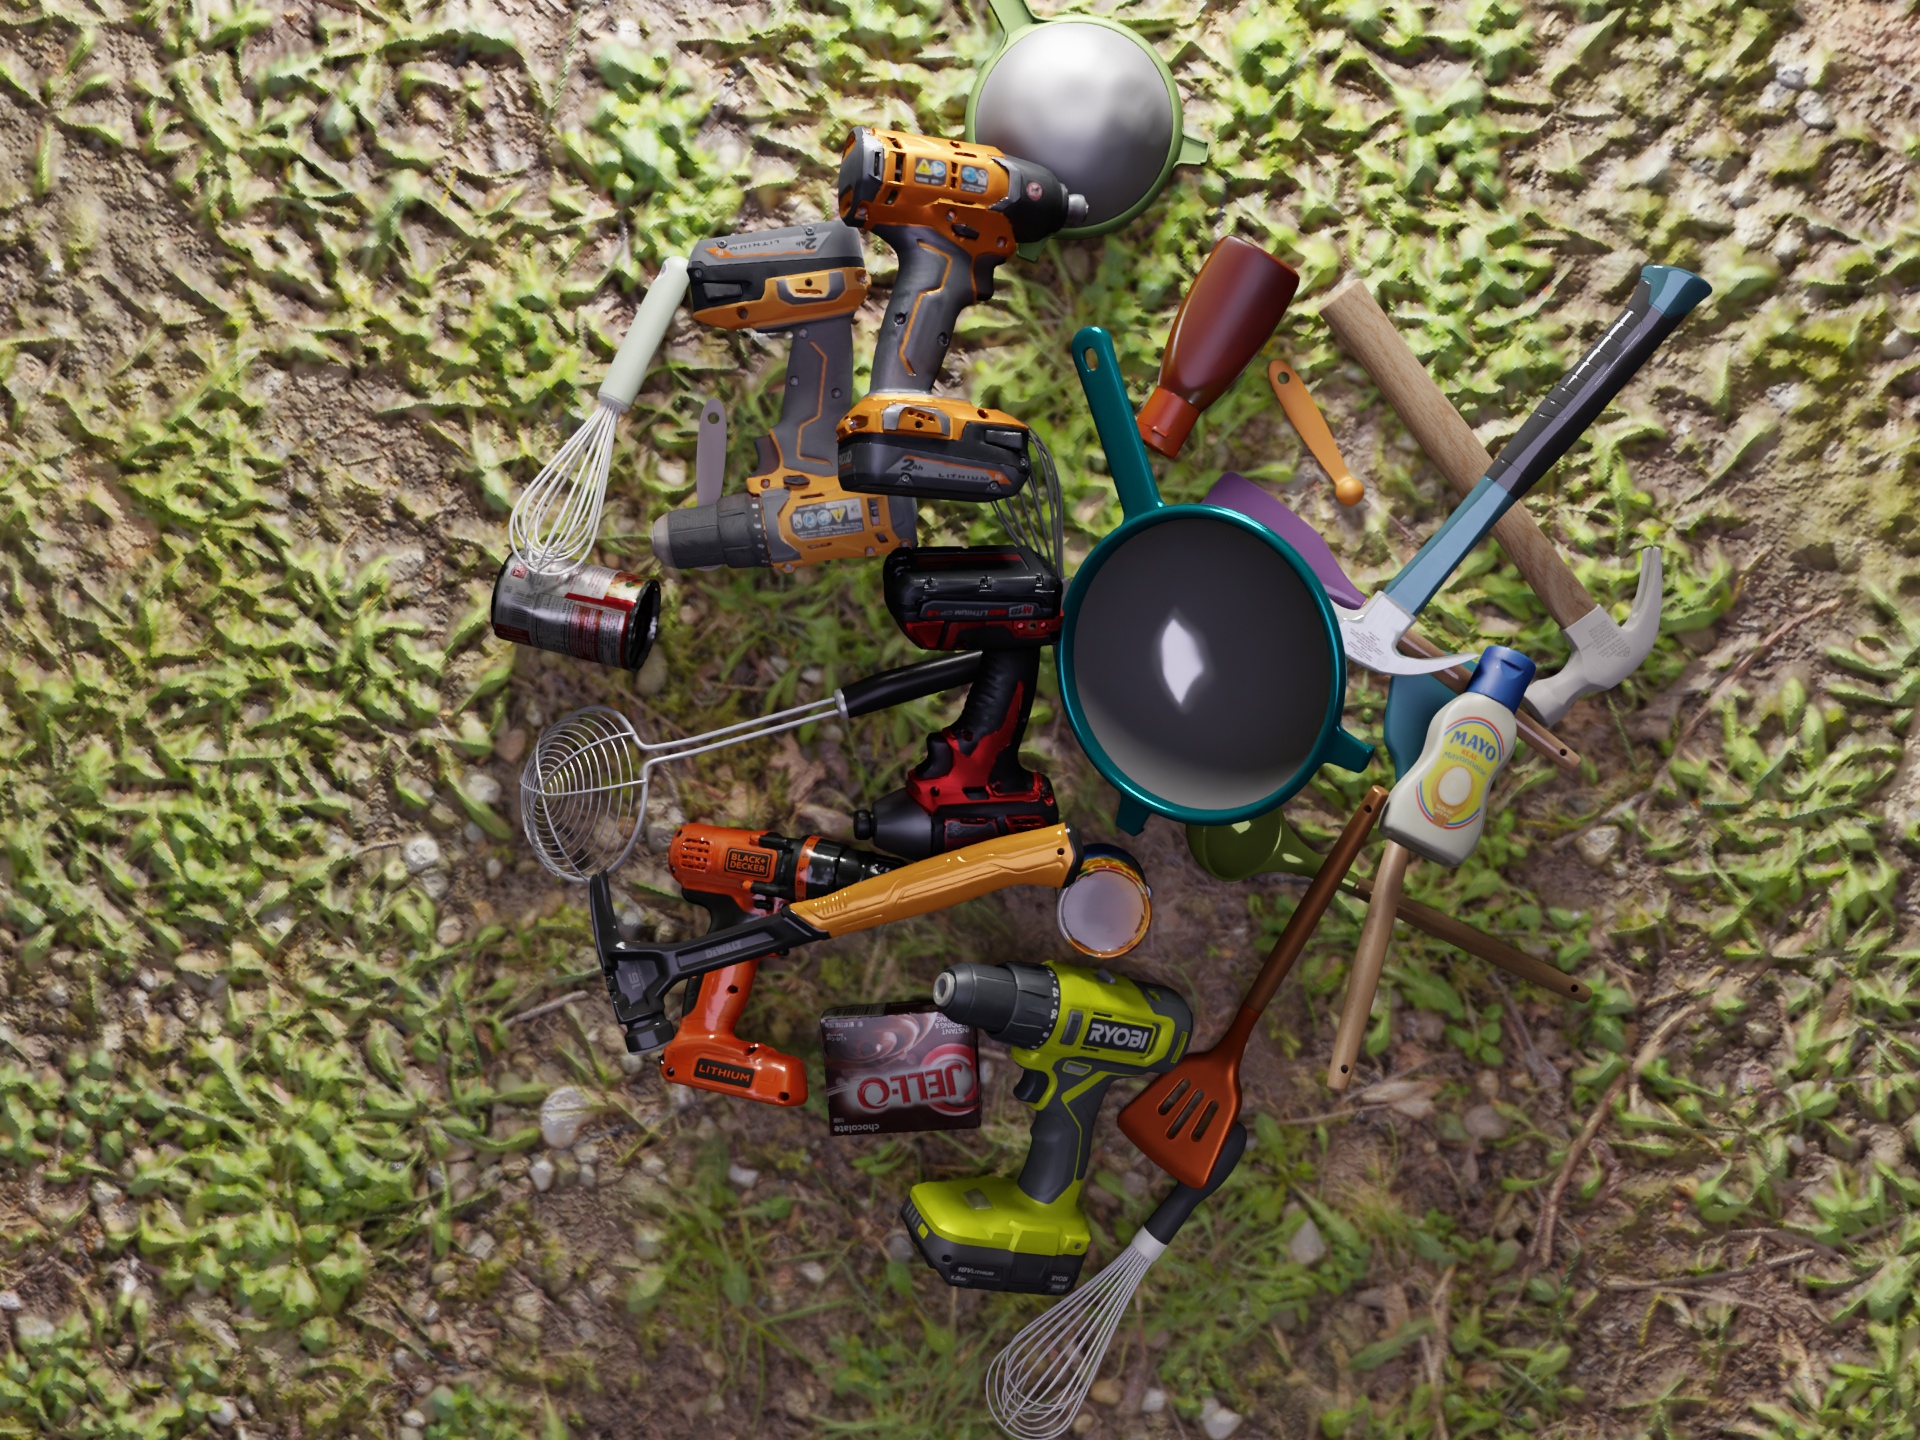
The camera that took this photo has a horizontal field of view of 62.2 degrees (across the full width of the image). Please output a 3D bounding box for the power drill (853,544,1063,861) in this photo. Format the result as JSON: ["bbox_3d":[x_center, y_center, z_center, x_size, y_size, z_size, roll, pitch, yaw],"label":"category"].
[{"bbox_3d":[-0.002,-0.003,1.083,0.143,0.079,0.219,-2,113,-10],"label":"power drill"}]

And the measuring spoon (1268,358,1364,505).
[{"bbox_3d":[0.247,-0.201,1.107,0.021,0.011,0.117,-31,93,6],"label":"measuring spoon"}]

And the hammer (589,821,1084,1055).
[{"bbox_3d":[-0.082,0.121,1.072,0.337,0.034,0.127,-16,90,4],"label":"hammer"}]

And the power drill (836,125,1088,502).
[{"bbox_3d":[0.000,-0.259,1.030,0.164,0.084,0.226,2,92,-17],"label":"power drill"}]

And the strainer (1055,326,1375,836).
[{"bbox_3d":[0.155,-0.102,1.068,0.211,0.095,0.340,-20,85,38],"label":"strainer"}]

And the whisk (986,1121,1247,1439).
[{"bbox_3d":[0.119,0.407,1.160,0.070,0.070,0.284,38,93,-1],"label":"whisk"}]

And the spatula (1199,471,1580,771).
[{"bbox_3d":[0.298,-0.062,1.107,0.316,0.018,0.060,37,84,3],"label":"spatula"}]

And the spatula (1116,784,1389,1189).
[{"bbox_3d":[0.212,0.182,1.105,0.081,0.041,0.322,36,116,26],"label":"spatula"}]

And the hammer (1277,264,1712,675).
[{"bbox_3d":[0.368,-0.166,1.059,0.128,0.033,0.331,40,100,2],"label":"hammer"}]

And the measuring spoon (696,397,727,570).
[{"bbox_3d":[-0.179,-0.168,1.139,0.034,0.018,0.124,4,89,-9],"label":"measuring spoon"}]

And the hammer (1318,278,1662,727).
[{"bbox_3d":[0.360,-0.163,1.094,0.130,0.031,0.331,-37,92,7],"label":"hammer"}]

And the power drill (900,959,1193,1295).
[{"bbox_3d":[0.043,0.275,1.109,0.190,0.080,0.228,15,99,-27],"label":"power drill"}]

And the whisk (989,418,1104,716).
[{"bbox_3d":[0.063,-0.095,1.115,0.055,0.055,0.239,-15,99,5],"label":"whisk"}]

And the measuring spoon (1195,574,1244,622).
[{"bbox_3d":[0.216,-0.057,1.118,0.042,0.021,0.128,-43,90,7],"label":"measuring spoon"}]

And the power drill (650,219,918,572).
[{"bbox_3d":[-0.134,-0.214,1.094,0.185,0.084,0.226,-9,100,0],"label":"power drill"}]

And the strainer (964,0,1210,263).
[{"bbox_3d":[0.051,-0.451,1.065,0.151,0.069,0.256,-28,95,6],"label":"strainer"}]

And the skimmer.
[{"bbox_3d":[-0.142,0.015,1.142,0.363,0.090,0.127,-16,69,-6],"label":"skimmer"}]

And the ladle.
[{"bbox_3d":[0.304,0.127,1.117,0.320,0.062,0.078,26,86,-2],"label":"ladle"}]

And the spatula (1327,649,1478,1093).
[{"bbox_3d":[0.296,0.099,1.082,0.082,0.044,0.318,20,68,0],"label":"spatula"}]

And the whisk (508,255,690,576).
[{"bbox_3d":[-0.243,-0.213,1.103,0.059,0.058,0.246,28,81,-29],"label":"whisk"}]
